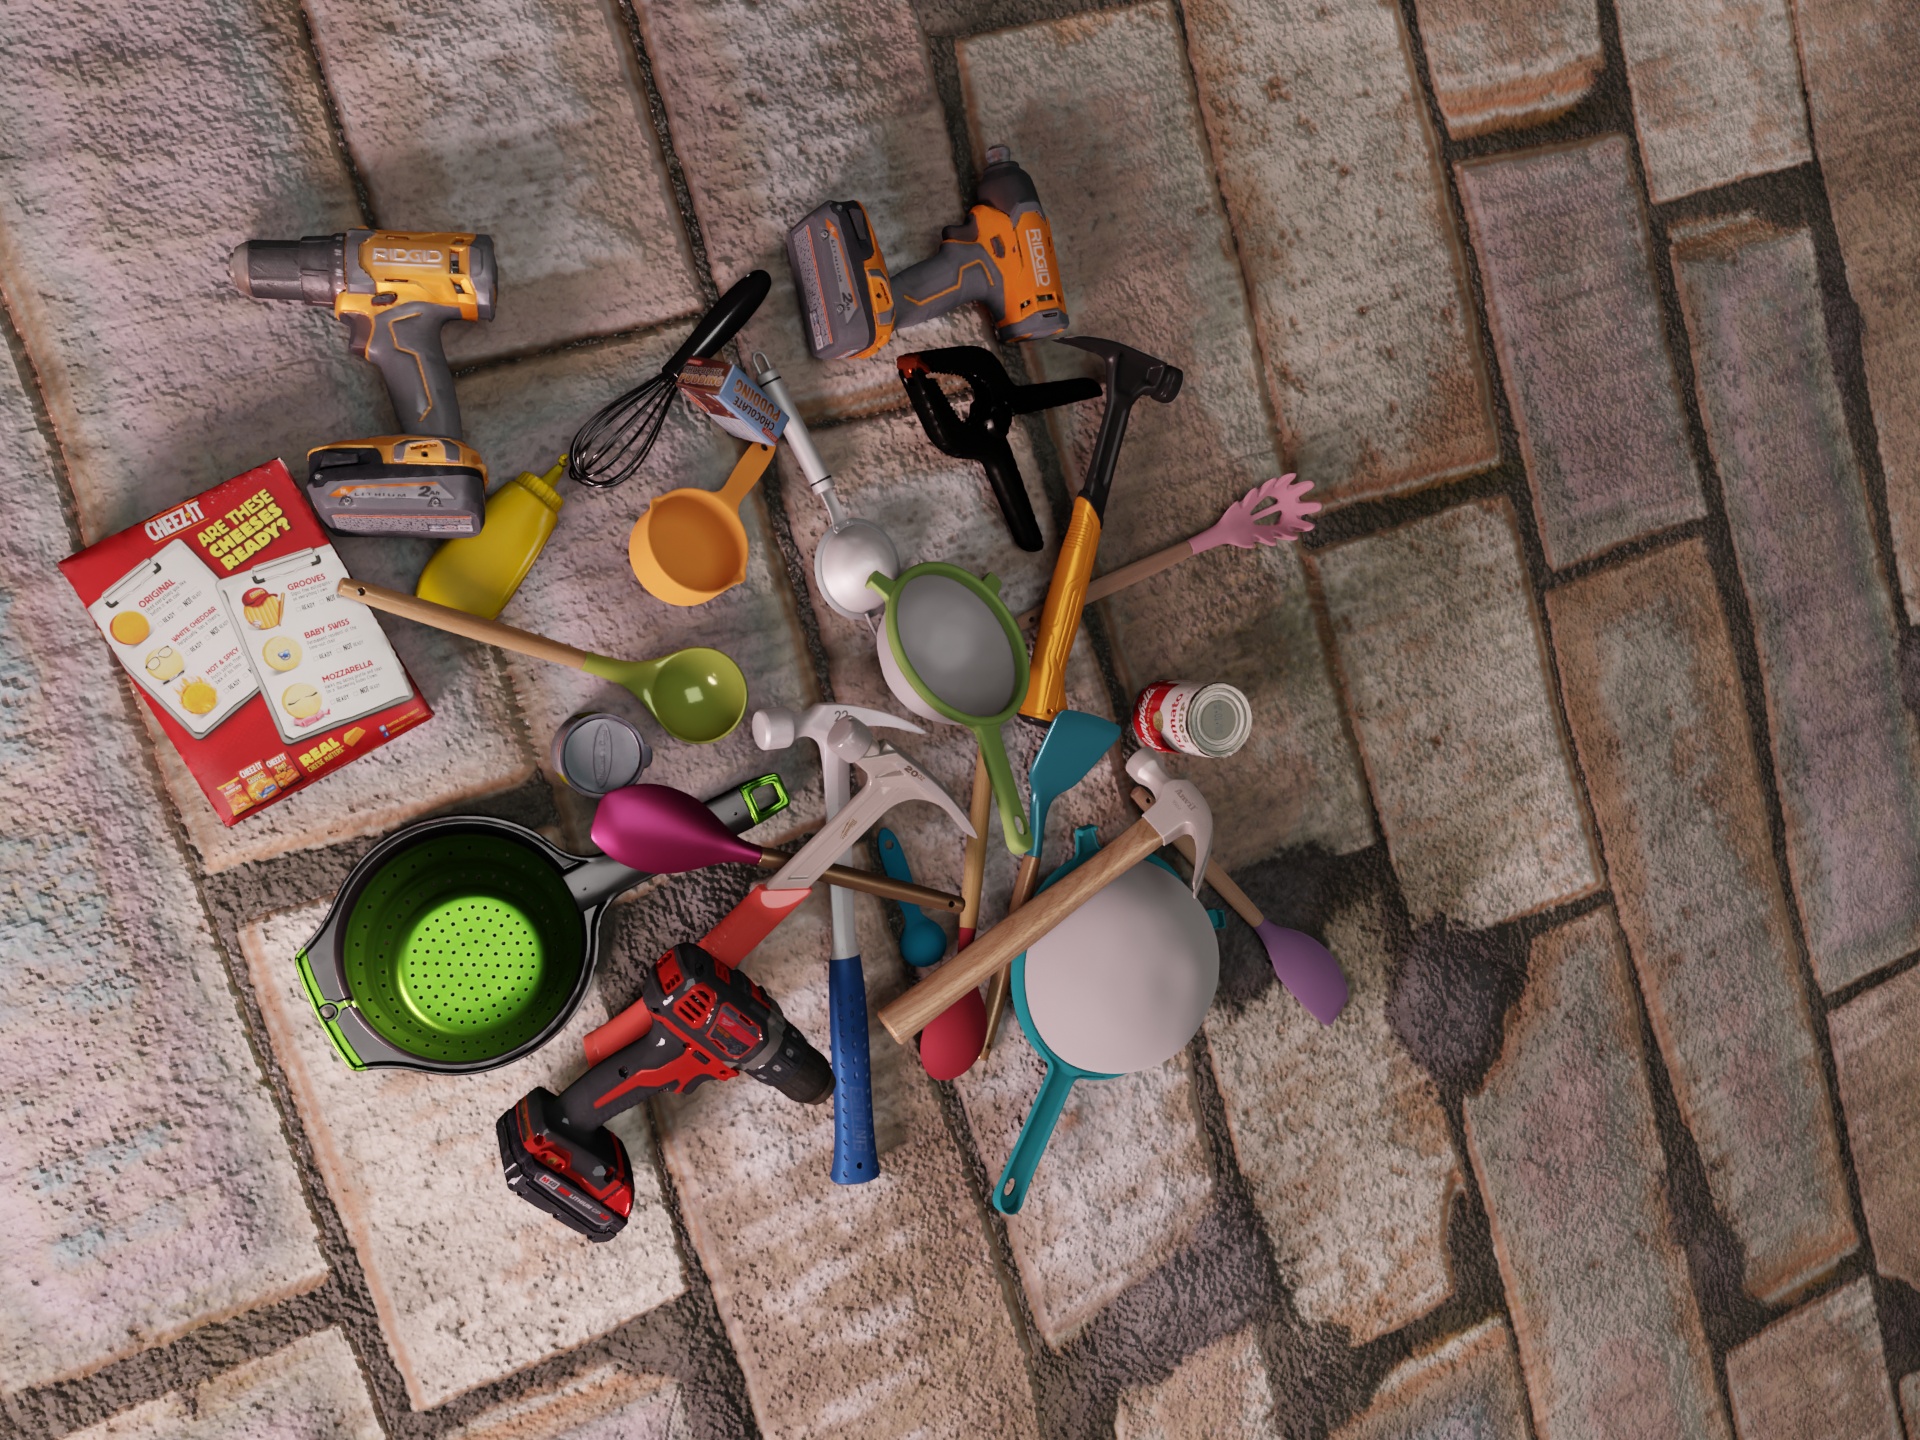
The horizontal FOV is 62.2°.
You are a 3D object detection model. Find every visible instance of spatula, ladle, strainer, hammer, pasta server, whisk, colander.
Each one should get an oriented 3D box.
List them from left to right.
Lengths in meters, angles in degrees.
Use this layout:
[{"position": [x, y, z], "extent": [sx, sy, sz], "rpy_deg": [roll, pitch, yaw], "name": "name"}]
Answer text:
[{"position": [-0.306, -0.053, 1.203], "extent": [0.320, 0.062, 0.078], "rpy_deg": [19, 85, -34], "name": "ladle"}, {"position": [-0.301, 0.141, 1.223], "extent": [0.397, 0.094, 0.204], "rpy_deg": [-27, 101, -19], "name": "colander"}, {"position": [-0.227, -0.274, 1.266], "extent": [0.055, 0.055, 0.239], "rpy_deg": [43, 73, -18], "name": "whisk"}, {"position": [-0.157, 0.162, 1.250], "extent": [0.359, 0.037, 0.149], "rpy_deg": [-45, 121, 6], "name": "hammer"}, {"position": [-0.110, -0.188, 1.319], "extent": [0.087, 0.050, 0.258], "rpy_deg": [-33, 100, -34], "name": "strainer"}, {"position": [-0.091, 0.185, 1.327], "extent": [0.144, 0.035, 0.405], "rpy_deg": [-6, 98, -28], "name": "hammer"}, {"position": [-0.002, -0.004, 1.324], "extent": [0.151, 0.069, 0.256], "rpy_deg": [-5, 72, -44], "name": "strainer"}, {"position": [0.010, 0.153, 1.375], "extent": [0.069, 0.031, 0.315], "rpy_deg": [11, 82, -39], "name": "ladle"}, {"position": [0.063, 0.146, 1.396], "extent": [0.082, 0.044, 0.317], "rpy_deg": [16, 87, -42], "name": "spatula"}, {"position": [0.074, 0.161, 1.336], "extent": [0.331, 0.130, 0.031], "rpy_deg": [-36, 149, -9], "name": "hammer"}, {"position": [0.100, -0.160, 1.373], "extent": [0.127, 0.034, 0.337], "rpy_deg": [13, 91, -32], "name": "hammer"}, {"position": [0.127, 0.274, 1.374], "extent": [0.210, 0.095, 0.340], "rpy_deg": [34, 74, -29], "name": "strainer"}, {"position": [0.187, -0.147, 1.439], "extent": [0.316, 0.040, 0.060], "rpy_deg": [-25, 100, -18], "name": "pasta server"}, {"position": [0.264, 0.170, 1.491], "extent": [0.315, 0.018, 0.060], "rpy_deg": [45, 67, -18], "name": "spatula"}]

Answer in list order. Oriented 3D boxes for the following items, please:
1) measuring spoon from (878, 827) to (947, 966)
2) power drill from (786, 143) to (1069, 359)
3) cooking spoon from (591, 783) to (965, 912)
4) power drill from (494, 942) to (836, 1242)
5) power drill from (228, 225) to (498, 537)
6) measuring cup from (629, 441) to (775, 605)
[{"position": [-0.043, 0.153, 1.365], "extent": [0.042, 0.021, 0.128], "rpy_deg": [-22, 100, -19], "name": "measuring spoon"}, {"position": [-0.024, -0.390, 1.326], "extent": [0.226, 0.084, 0.164], "rpy_deg": [-14, 97, -25], "name": "power drill"}, {"position": [-0.136, 0.113, 1.265], "extent": [0.318, 0.017, 0.069], "rpy_deg": [17, 91, -25], "name": "cooking spoon"}, {"position": [-0.223, 0.295, 1.232], "extent": [0.226, 0.080, 0.187], "rpy_deg": [-43, 123, 2], "name": "power drill"}, {"position": [-0.431, -0.251, 1.154], "extent": [0.185, 0.084, 0.226], "rpy_deg": [-1, 79, -14], "name": "power drill"}, {"position": [-0.202, -0.165, 1.283], "extent": [0.095, 0.052, 0.174], "rpy_deg": [41, 54, -19], "name": "measuring cup"}]
